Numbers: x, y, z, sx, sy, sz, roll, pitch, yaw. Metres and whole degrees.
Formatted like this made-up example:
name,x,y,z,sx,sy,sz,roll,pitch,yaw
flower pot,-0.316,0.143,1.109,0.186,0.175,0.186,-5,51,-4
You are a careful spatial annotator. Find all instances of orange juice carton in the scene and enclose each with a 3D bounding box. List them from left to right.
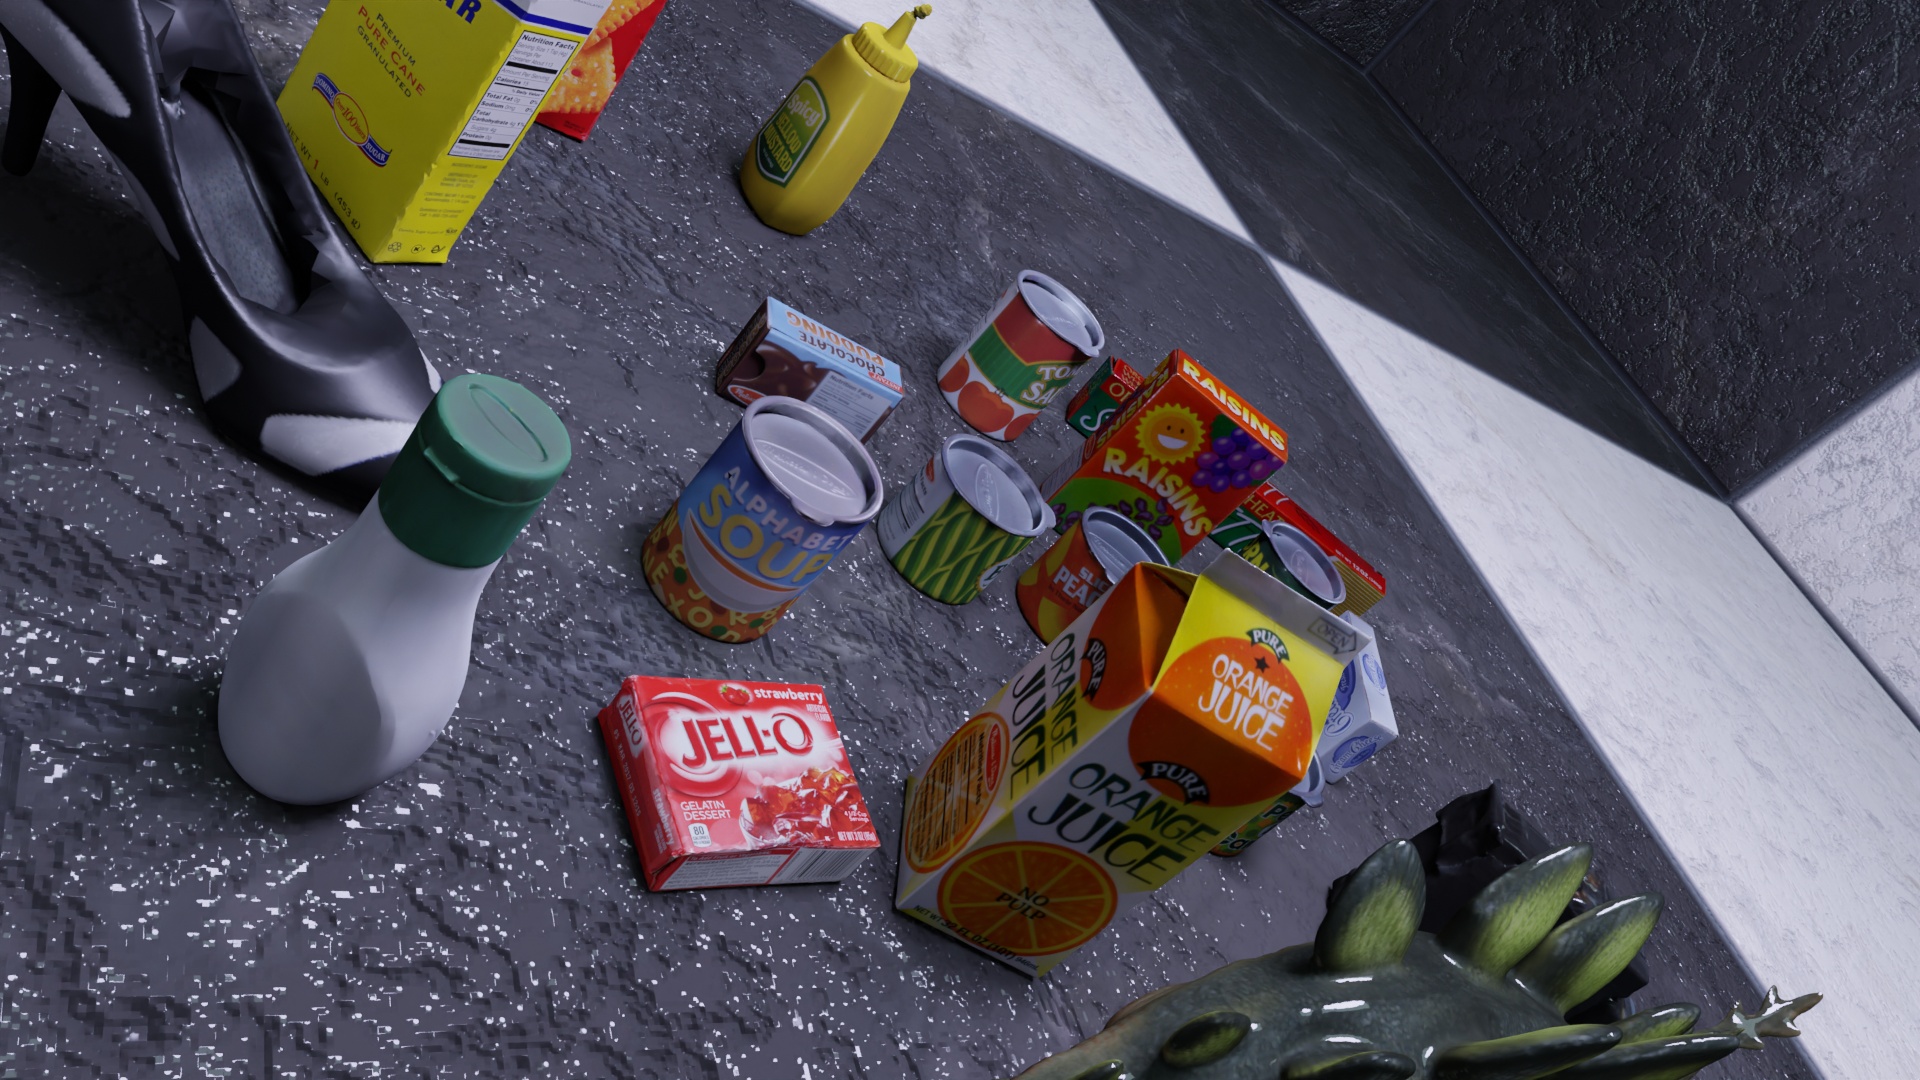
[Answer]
name,x,y,z,sx,sy,sz,roll,pitch,yaw
orange juice carton,0.060,0.078,0.524,0.072,0.192,0.073,32,32,-20

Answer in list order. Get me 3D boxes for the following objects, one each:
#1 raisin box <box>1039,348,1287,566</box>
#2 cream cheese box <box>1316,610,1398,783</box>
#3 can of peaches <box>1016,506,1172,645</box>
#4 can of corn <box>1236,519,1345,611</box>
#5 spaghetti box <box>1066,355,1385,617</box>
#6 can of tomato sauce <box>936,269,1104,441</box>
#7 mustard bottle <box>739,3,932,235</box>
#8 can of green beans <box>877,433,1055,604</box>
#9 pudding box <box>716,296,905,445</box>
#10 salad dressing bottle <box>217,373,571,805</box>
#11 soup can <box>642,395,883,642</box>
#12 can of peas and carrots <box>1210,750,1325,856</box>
name,x,y,z,sx,sy,sz,roll,pitch,yaw
raisin box,0.116,-0.038,0.807,0.086,0.123,0.040,37,30,-11
cream cheese box,0.232,0.095,0.848,0.024,0.053,0.104,34,31,-16
can of peaches,0.071,0.026,0.738,0.071,0.057,0.071,30,32,-22
can of corn,0.199,0.029,0.885,0.071,0.058,0.071,30,32,-22
spaghetti box,0.181,-0.028,0.944,0.250,0.050,0.029,38,30,-10
can of tomato sauce,0.037,-0.109,0.841,0.071,0.082,0.071,30,32,-22
mustard bottle,-0.070,-0.256,0.821,0.049,0.159,0.065,5,47,-48
can of green beans,0.001,-0.010,0.699,0.071,0.057,0.071,30,32,-22
pudding box,-0.076,-0.082,0.706,0.083,0.049,0.030,24,35,-30
salad dressing bottle,-0.158,0.017,0.387,0.064,0.147,0.044,46,30,4
soup can,-0.082,-0.006,0.569,0.071,0.083,0.072,30,32,-22
can of peas and carrots,0.142,0.119,0.703,0.071,0.058,0.071,30,32,-22
